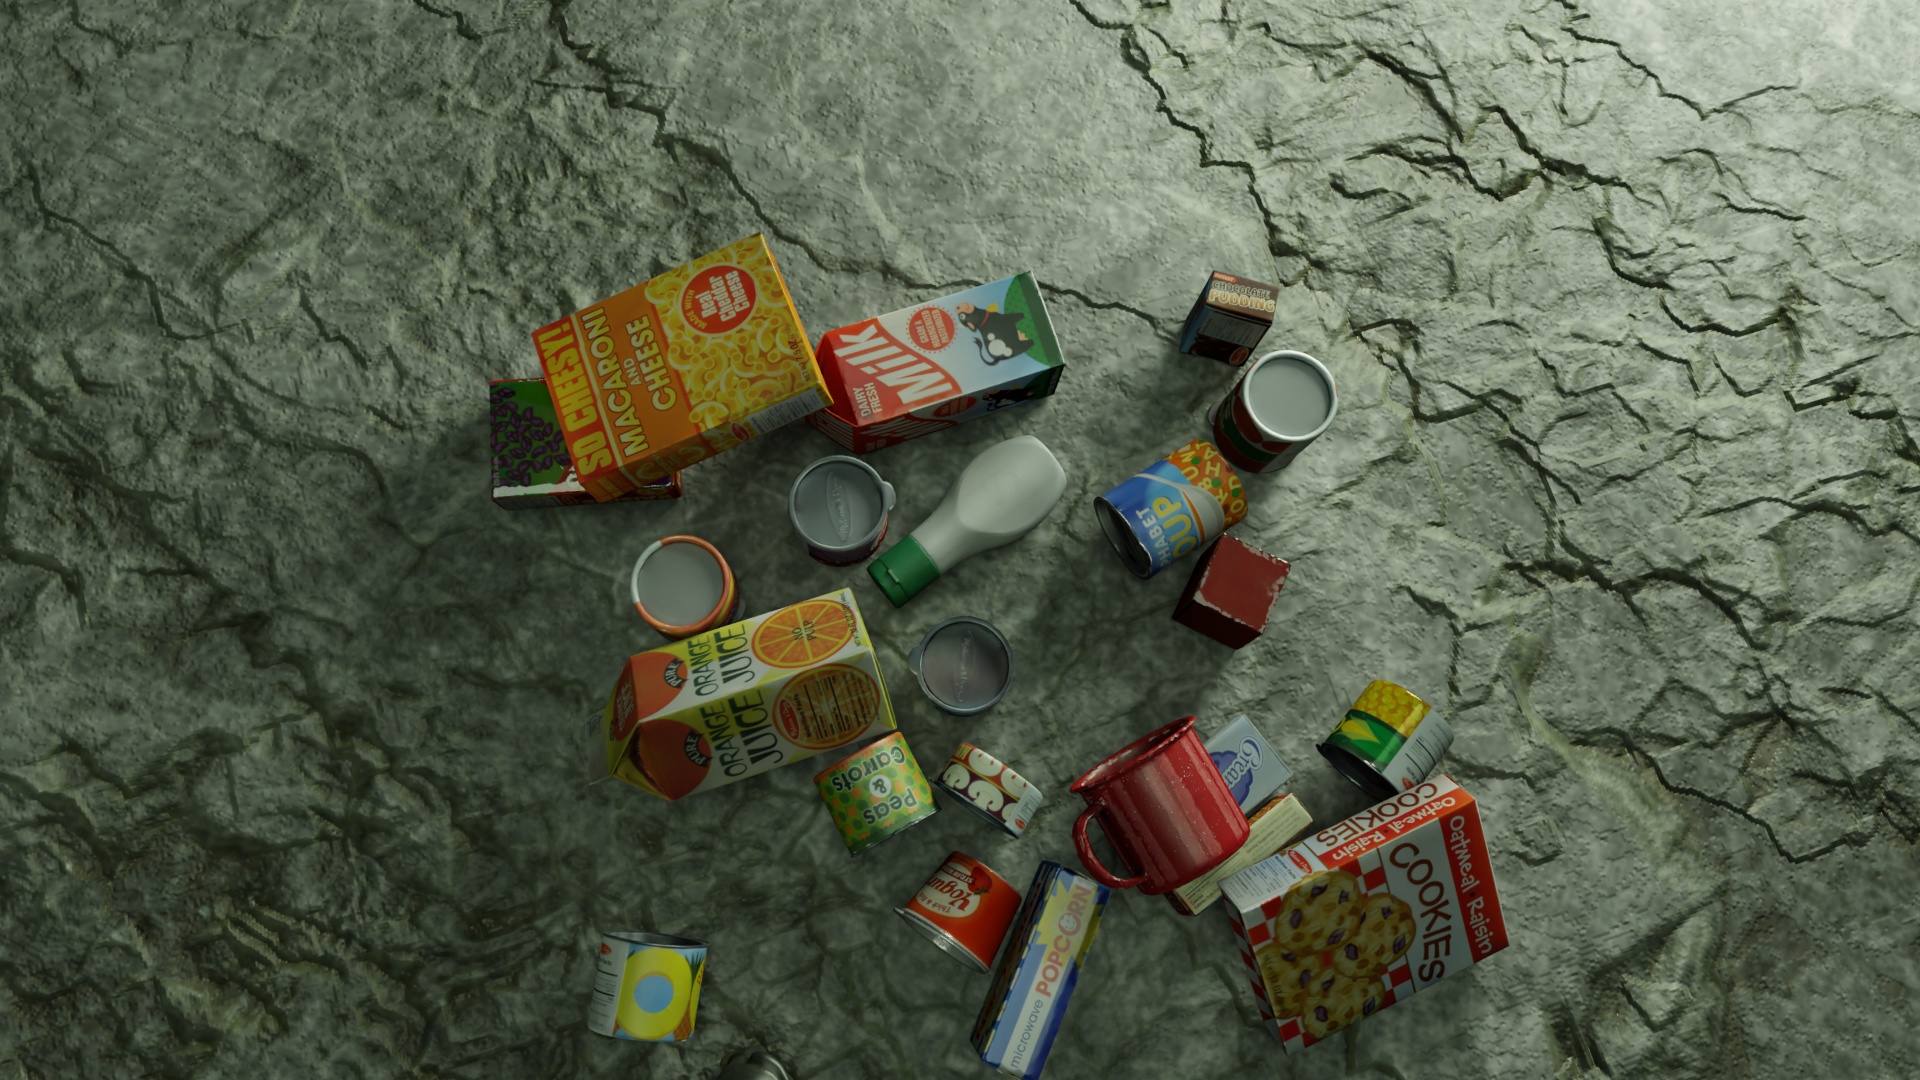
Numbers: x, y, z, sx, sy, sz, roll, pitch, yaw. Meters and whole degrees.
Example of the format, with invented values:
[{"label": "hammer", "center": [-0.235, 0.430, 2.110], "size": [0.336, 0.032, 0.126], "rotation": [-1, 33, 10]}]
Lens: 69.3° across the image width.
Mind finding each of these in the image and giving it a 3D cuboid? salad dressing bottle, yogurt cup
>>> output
[{"label": "salad dressing bottle", "center": [0.003, -0.012, 0.956], "size": [0.148, 0.044, 0.064], "rotation": [-38, 84, -9]}, {"label": "yogurt cup", "center": [0.003, 0.237, 0.892], "size": [0.072, 0.072, 0.054], "rotation": [35, 71, 4]}]

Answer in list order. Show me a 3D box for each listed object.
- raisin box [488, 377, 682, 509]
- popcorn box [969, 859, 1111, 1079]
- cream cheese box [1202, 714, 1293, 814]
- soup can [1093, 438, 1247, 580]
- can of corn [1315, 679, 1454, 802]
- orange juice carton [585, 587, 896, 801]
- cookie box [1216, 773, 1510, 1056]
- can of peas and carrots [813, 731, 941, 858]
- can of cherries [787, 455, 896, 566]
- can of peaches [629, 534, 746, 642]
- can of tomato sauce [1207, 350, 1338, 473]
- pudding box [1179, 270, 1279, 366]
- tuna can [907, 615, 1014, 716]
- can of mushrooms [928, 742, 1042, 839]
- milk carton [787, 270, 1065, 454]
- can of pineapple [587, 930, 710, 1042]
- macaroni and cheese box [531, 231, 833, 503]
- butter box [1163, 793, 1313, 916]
[{"label": "raisin box", "center": [-0.257, -0.070, 0.956], "size": [0.123, 0.040, 0.086], "rotation": [-4, 77, -4]}, {"label": "popcorn box", "center": [0.049, 0.269, 0.876], "size": [0.038, 0.085, 0.127], "rotation": [24, 78, 1]}, {"label": "cream cheese box", "center": [0.166, 0.169, 0.934], "size": [0.104, 0.024, 0.053], "rotation": [-36, 83, -10]}, {"label": "soup can", "center": [0.146, -0.021, 0.950], "size": [0.084, 0.071, 0.071], "rotation": [-31, 81, -9]}, {"label": "can of corn", "center": [0.283, 0.134, 0.928], "size": [0.071, 0.071, 0.058], "rotation": [40, 79, 6]}, {"label": "orange juice carton", "center": [-0.147, 0.105, 0.894], "size": [0.193, 0.072, 0.072], "rotation": [-17, 124, -7]}, {"label": "cookie box", "center": [0.260, 0.238, 0.889], "size": [0.168, 0.040, 0.122], "rotation": [-23, 113, -8]}, {"label": "can of peas and carrots", "center": [-0.054, 0.164, 0.900], "size": [0.071, 0.071, 0.059], "rotation": [-27, 80, -8]}, {"label": "can of cherries", "center": [-0.079, -0.019, 0.945], "size": [0.071, 0.058, 0.071], "rotation": [1, 77, -3]}, {"label": "can of peaches", "center": [-0.181, 0.034, 0.928], "size": [0.071, 0.058, 0.071], "rotation": [1, 78, -2]}, {"label": "can of tomato sauce", "center": [0.215, -0.089, 0.962], "size": [0.071, 0.083, 0.071], "rotation": [1, 78, -3]}, {"label": "pudding box", "center": [0.187, -0.154, 0.975], "size": [0.050, 0.083, 0.030], "rotation": [15, 75, 1]}, {"label": "tuna can", "center": [0.000, 0.086, 0.939], "size": [0.071, 0.032, 0.071], "rotation": [1, 78, -3]}, {"label": "can of mushrooms", "center": [0.017, 0.162, 0.907], "size": [0.071, 0.071, 0.033], "rotation": [33, 78, 4]}, {"label": "milk carton", "center": [-0.031, -0.116, 0.961], "size": [0.191, 0.072, 0.073], "rotation": [-18, 79, -6]}, {"label": "can of pineapple", "center": [-0.194, 0.279, 0.872], "size": [0.071, 0.071, 0.058], "rotation": [8, 78, -1]}, {"label": "macaroni and cheese box", "center": [-0.183, -0.113, 0.912], "size": [0.166, 0.040, 0.124], "rotation": [-23, 69, 1]}, {"label": "butter box", "center": [0.181, 0.207, 0.913], "size": [0.104, 0.053, 0.024], "rotation": [-36, 80, -10]}]
